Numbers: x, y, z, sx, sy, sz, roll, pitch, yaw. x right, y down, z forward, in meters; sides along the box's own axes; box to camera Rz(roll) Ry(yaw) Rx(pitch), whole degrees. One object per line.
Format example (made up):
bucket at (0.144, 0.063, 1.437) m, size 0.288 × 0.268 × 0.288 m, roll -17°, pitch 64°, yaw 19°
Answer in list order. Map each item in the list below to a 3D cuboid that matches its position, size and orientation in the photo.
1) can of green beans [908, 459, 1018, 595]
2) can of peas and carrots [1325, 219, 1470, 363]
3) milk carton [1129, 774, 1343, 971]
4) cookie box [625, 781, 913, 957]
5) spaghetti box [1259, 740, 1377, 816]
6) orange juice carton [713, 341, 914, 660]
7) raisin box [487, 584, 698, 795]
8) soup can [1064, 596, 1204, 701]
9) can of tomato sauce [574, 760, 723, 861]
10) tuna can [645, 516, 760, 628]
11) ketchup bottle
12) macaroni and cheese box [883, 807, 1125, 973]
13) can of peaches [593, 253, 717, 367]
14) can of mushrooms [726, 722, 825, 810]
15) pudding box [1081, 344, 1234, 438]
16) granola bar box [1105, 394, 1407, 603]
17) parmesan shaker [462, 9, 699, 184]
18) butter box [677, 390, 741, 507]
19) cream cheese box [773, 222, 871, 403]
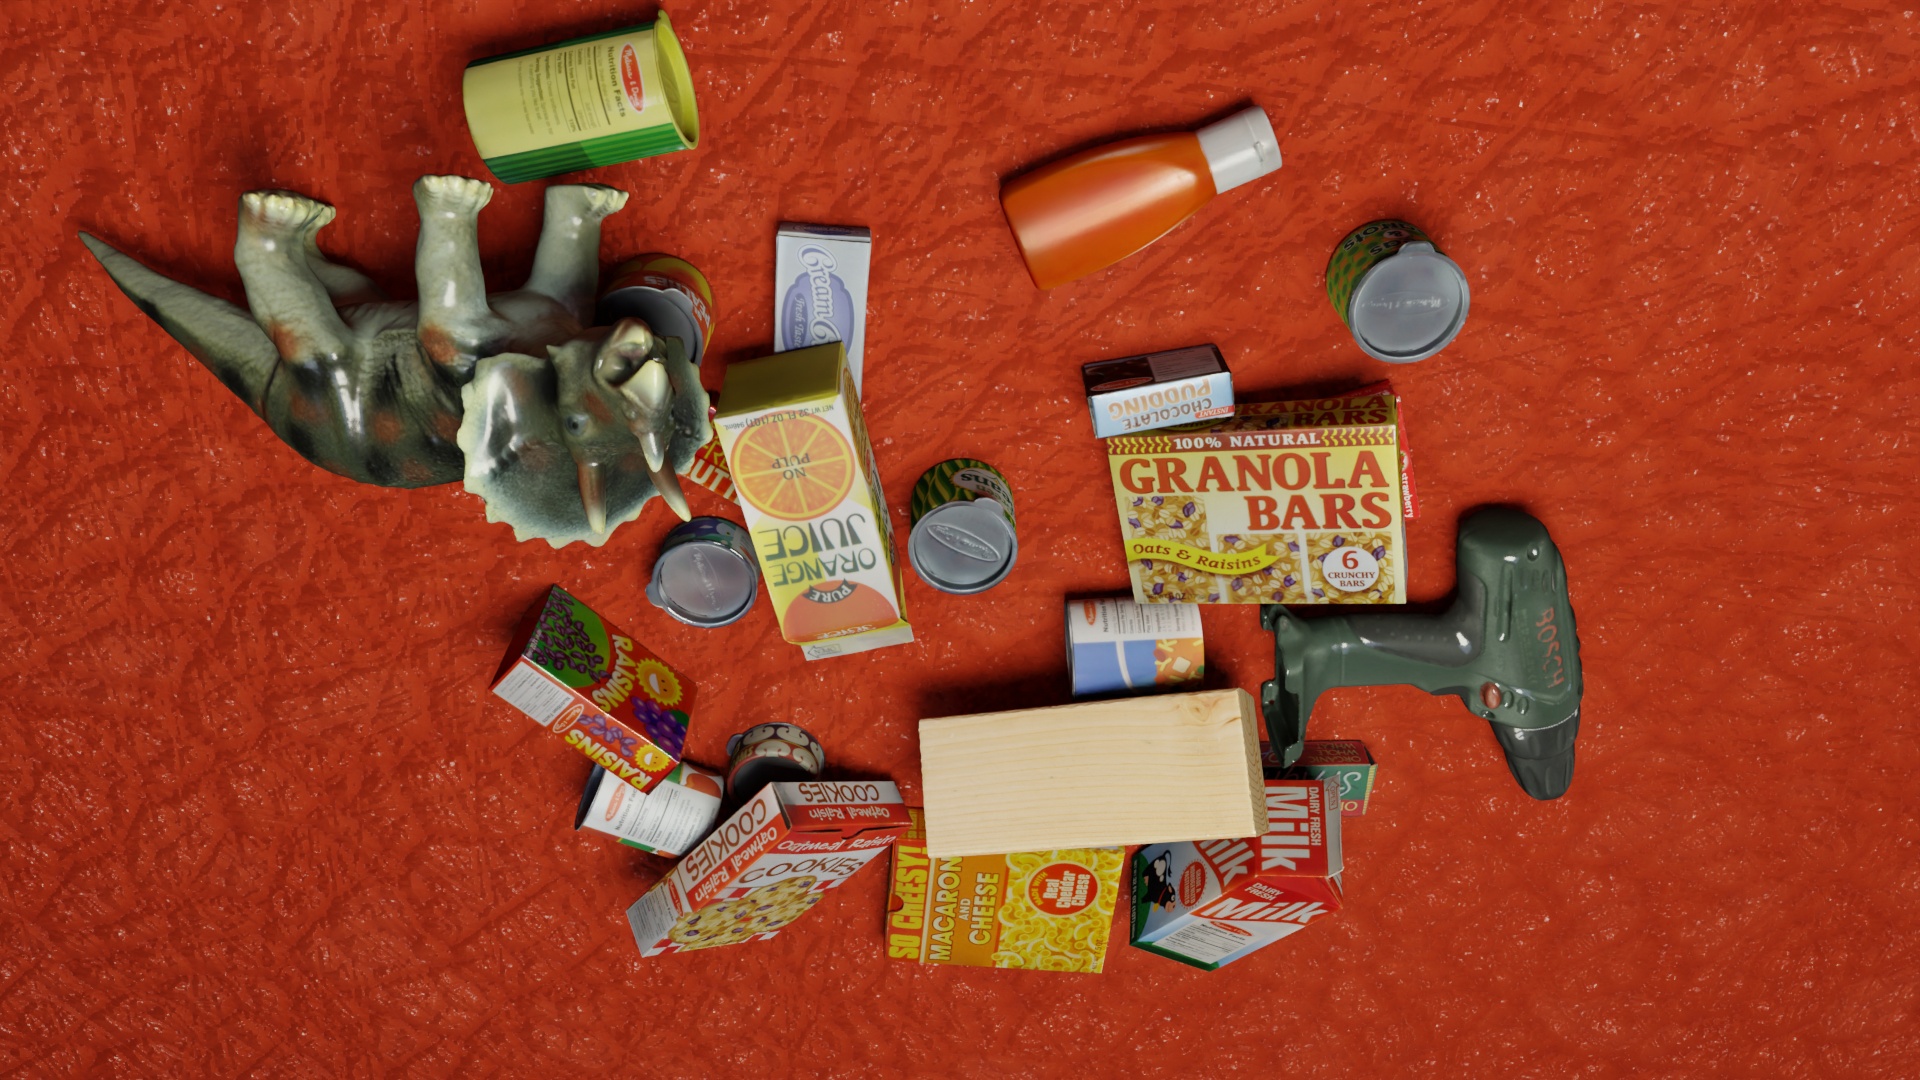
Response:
can of green beans at (0.002, -0.009, 0.858) m, size 0.071 × 0.058 × 0.071 m, roll 0°, pitch 120°, yaw 0°
can of peas and carrots at (0.245, -0.144, 0.783) m, size 0.071 × 0.059 × 0.070 m, roll 0°, pitch 120°, yaw -1°
milk carton at (0.198, 0.227, 0.954) m, size 0.073 × 0.073 × 0.189 m, roll 23°, pitch 140°, yaw -17°
cookie box at (-0.131, 0.226, 0.961) m, size 0.167 × 0.040 × 0.123 m, roll -42°, pitch 150°, yaw 25°
spaghetti box at (0.164, 0.170, 0.983) m, size 0.250 × 0.029 × 0.050 m, roll -1°, pitch 120°, yaw 0°
orange juice carton at (-0.081, -0.011, 0.818) m, size 0.072 × 0.073 × 0.191 m, roll -11°, pitch 120°, yaw 4°
raisin box at (-0.234, 0.097, 0.901) m, size 0.123 × 0.086 × 0.040 m, roll 40°, pitch 111°, yaw -21°
soup can at (0.111, 0.071, 0.903) m, size 0.084 × 0.072 × 0.071 m, roll -3°, pitch 120°, yaw 1°
can of tomato sauce at (-0.214, 0.179, 0.960) m, size 0.083 × 0.071 × 0.071 m, roll 22°, pitch 118°, yaw -18°
tuna can at (-0.164, 0.021, 0.888) m, size 0.071 × 0.033 × 0.070 m, roll 0°, pitch 120°, yaw -1°
ketchup bottle at (0.099, -0.192, 0.761) m, size 0.149 × 0.044 × 0.064 m, roll -20°, pitch 119°, yaw 11°
macaroni and cheese box at (0.029, 0.259, 1.026) m, size 0.166 × 0.040 × 0.123 m, roll 4°, pitch 119°, yaw -3°
can of peaches at (-0.173, -0.124, 0.789) m, size 0.071 × 0.058 × 0.071 m, roll 0°, pitch 120°, yaw 0°
can of mushrooms at (-0.131, 0.163, 0.971) m, size 0.071 × 0.033 × 0.070 m, roll 0°, pitch 121°, yaw -1°
pudding box at (0.115, -0.089, 0.819) m, size 0.084 × 0.050 × 0.030 m, roll -9°, pitch 118°, yaw 4°
granola bar box at (0.180, -0.022, 0.837) m, size 0.165 × 0.039 × 0.123 m, roll -1°, pitch 123°, yaw 21°
parmesan shaker at (-0.197, -0.230, 0.724) m, size 0.103 × 0.071 × 0.071 m, roll -10°, pitch 120°, yaw 6°
butter box at (-0.121, -0.044, 0.856) m, size 0.103 × 0.024 × 0.053 m, roll 29°, pitch 115°, yaw -17°
cream cheese box at (-0.081, -0.131, 0.806) m, size 0.053 × 0.024 × 0.103 m, roll 4°, pitch 120°, yaw -4°
